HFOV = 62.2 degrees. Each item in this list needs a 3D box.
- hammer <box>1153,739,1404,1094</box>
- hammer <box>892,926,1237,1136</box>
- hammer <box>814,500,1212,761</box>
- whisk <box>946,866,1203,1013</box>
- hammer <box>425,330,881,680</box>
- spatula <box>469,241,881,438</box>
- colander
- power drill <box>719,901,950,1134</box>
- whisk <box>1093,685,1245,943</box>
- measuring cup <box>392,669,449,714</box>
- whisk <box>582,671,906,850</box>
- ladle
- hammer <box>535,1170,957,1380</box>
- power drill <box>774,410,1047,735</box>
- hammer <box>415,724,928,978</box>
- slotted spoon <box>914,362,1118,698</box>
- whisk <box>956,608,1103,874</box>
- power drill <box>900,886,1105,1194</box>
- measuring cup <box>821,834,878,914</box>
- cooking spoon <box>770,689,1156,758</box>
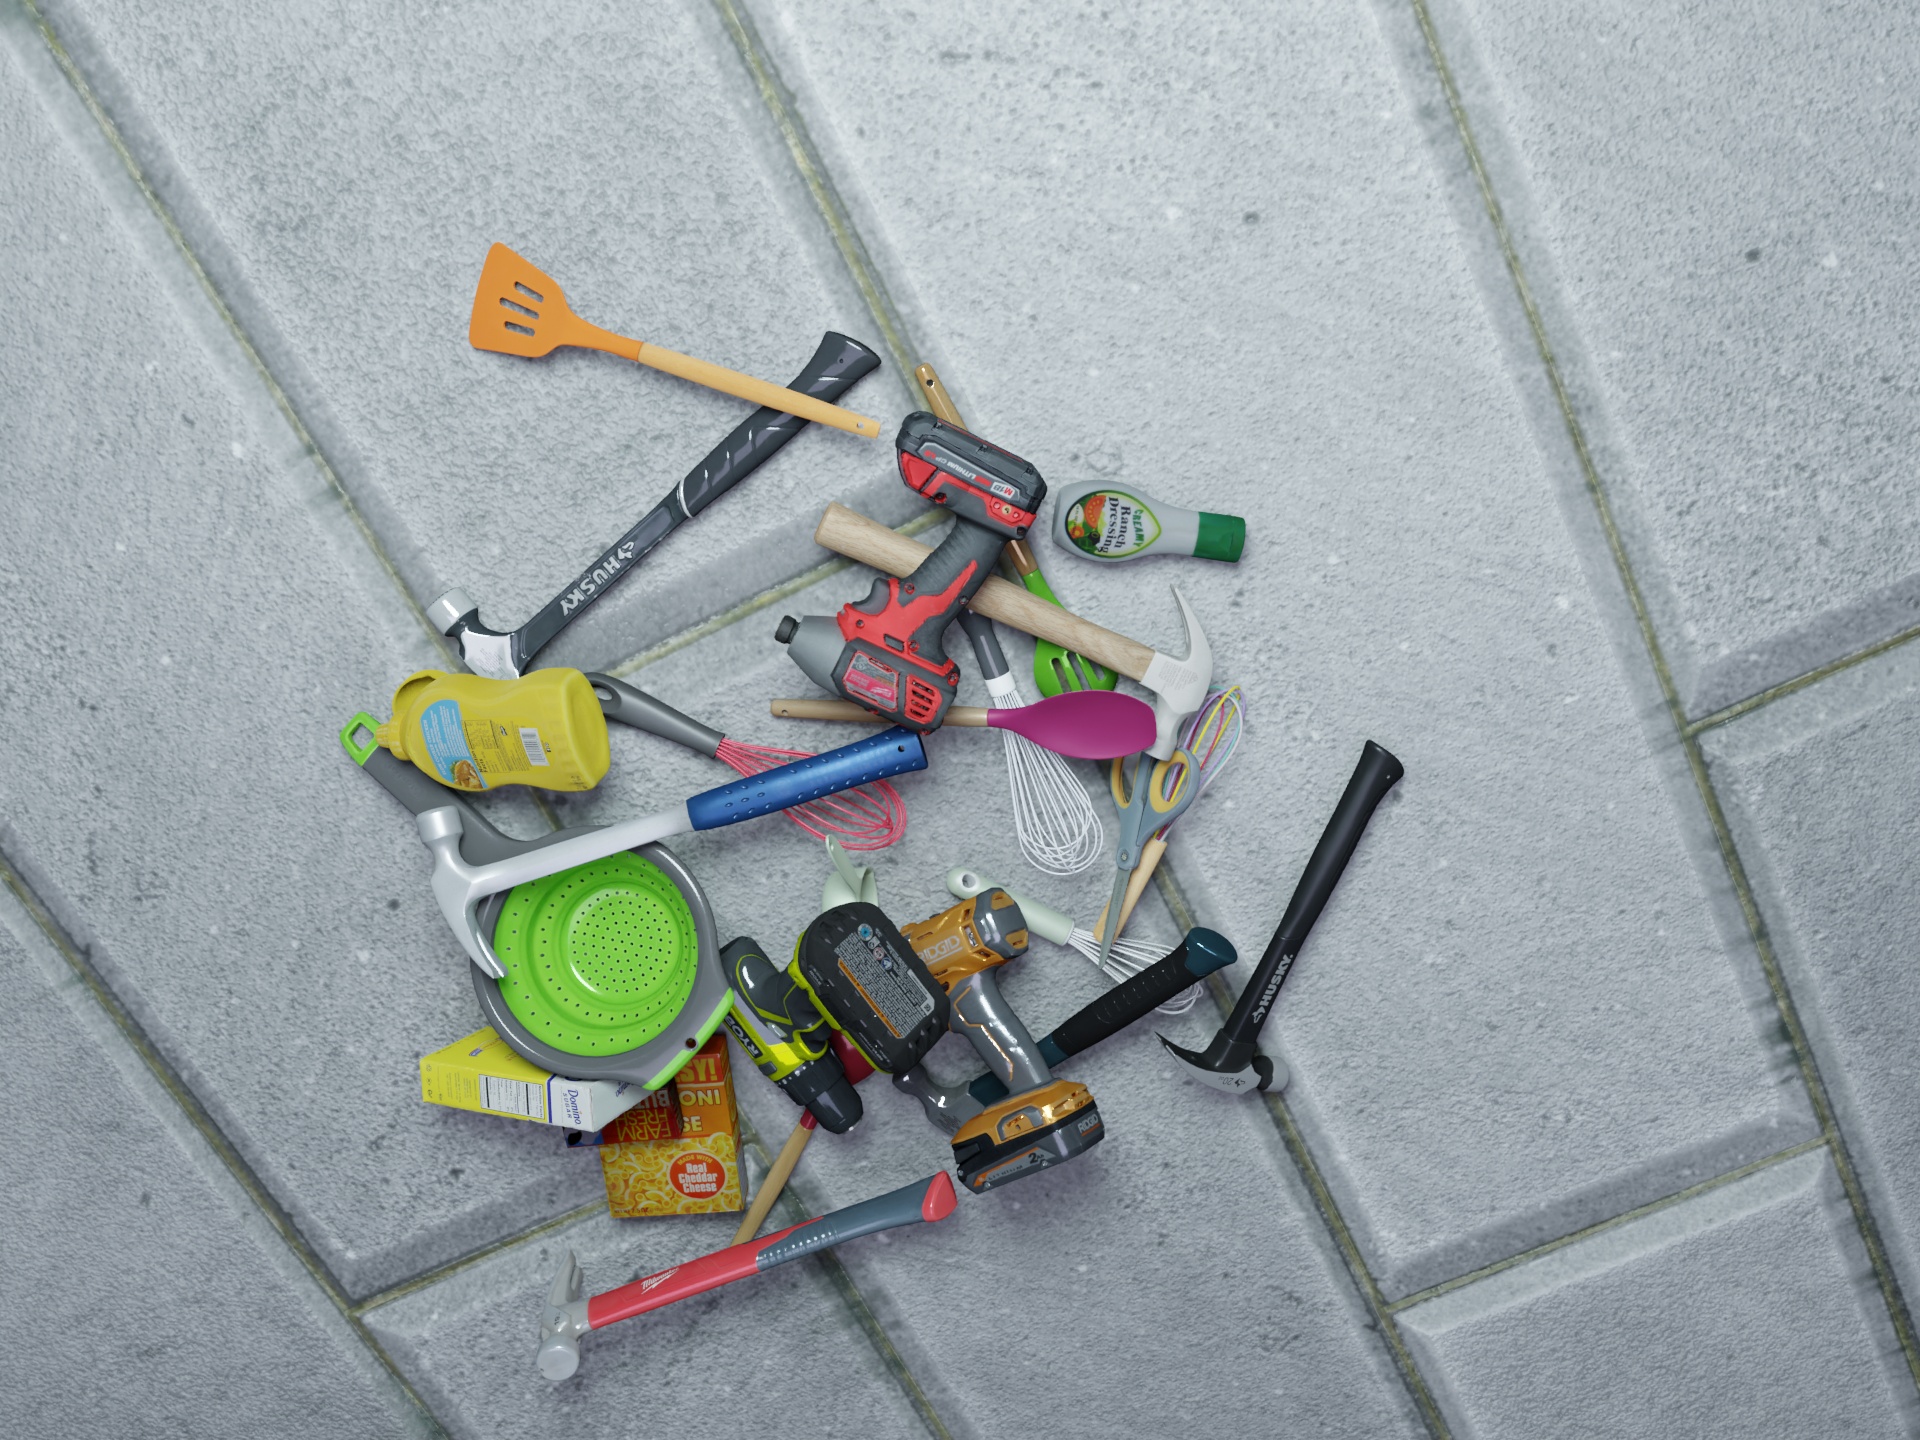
[{"bbox_3d":[0.283,0.169,1.350,0.146,0.035,0.334,14,107,-32],"label":"hammer"},{"bbox_3d":[0.097,0.271,1.369,0.331,0.033,0.128,-38,107,27],"label":"hammer"},{"bbox_3d":[0.045,-0.090,1.241,0.331,0.031,0.130,24,99,-8],"label":"hammer"},{"bbox_3d":[0.099,0.187,1.371,0.246,0.059,0.058,26,64,-5],"label":"whisk"},{"bbox_3d":[-0.224,-0.156,1.240,0.409,0.036,0.149,-39,96,11],"label":"hammer"},{"bbox_3d":[-0.213,-0.269,1.190,0.322,0.041,0.081,18,105,-3],"label":"spatula"},{"bbox_3d":[-0.355,0.135,1.332,0.397,0.094,0.204,42,90,5],"label":"colander"},{"bbox_3d":[-0.109,0.249,1.308,0.190,0.080,0.228,52,142,-4],"label":"power drill"},{"bbox_3d":[0.169,0.078,1.317,0.051,0.047,0.245,25,101,-5],"label":"whisk"},{"bbox_3d":[-0.383,-0.011,1.306,0.156,0.029,0.062,3,111,-8],"label":"measuring cup"},{"bbox_3d":[-0.181,0.030,1.306,0.296,0.073,0.073,25,108,-2],"label":"whisk"},{"bbox_3d":[-0.152,0.387,1.451,0.069,0.031,0.315,25,110,-8],"label":"ladle"},{"bbox_3d":[-0.190,0.476,1.436,0.386,0.143,0.038,-20,109,1],"label":"hammer"},{"bbox_3d":[-0.038,-0.110,1.180,0.143,0.078,0.219,25,102,-7],"label":"power drill"},{"bbox_3d":[-0.222,0.084,1.261,0.405,0.035,0.144,-17,86,2],"label":"hammer"},{"bbox_3d":[0.041,-0.139,1.259,0.070,0.031,0.313,-28,106,4],"label":"slotted spoon"},{"bbox_3d":[0.043,-0.001,1.296,0.070,0.070,0.284,-21,103,7],"label":"whisk"},{"bbox_3d":[0.002,0.275,1.337,0.185,0.084,0.226,-29,79,27],"label":"power drill"},{"bbox_3d":[-0.102,0.138,1.305,0.038,0.083,0.167,-5,146,10],"label":"measuring cup"},{"bbox_3d":[-0.002,-0.004,1.268,0.319,0.017,0.068,3,129,15],"label":"cooking spoon"}]
